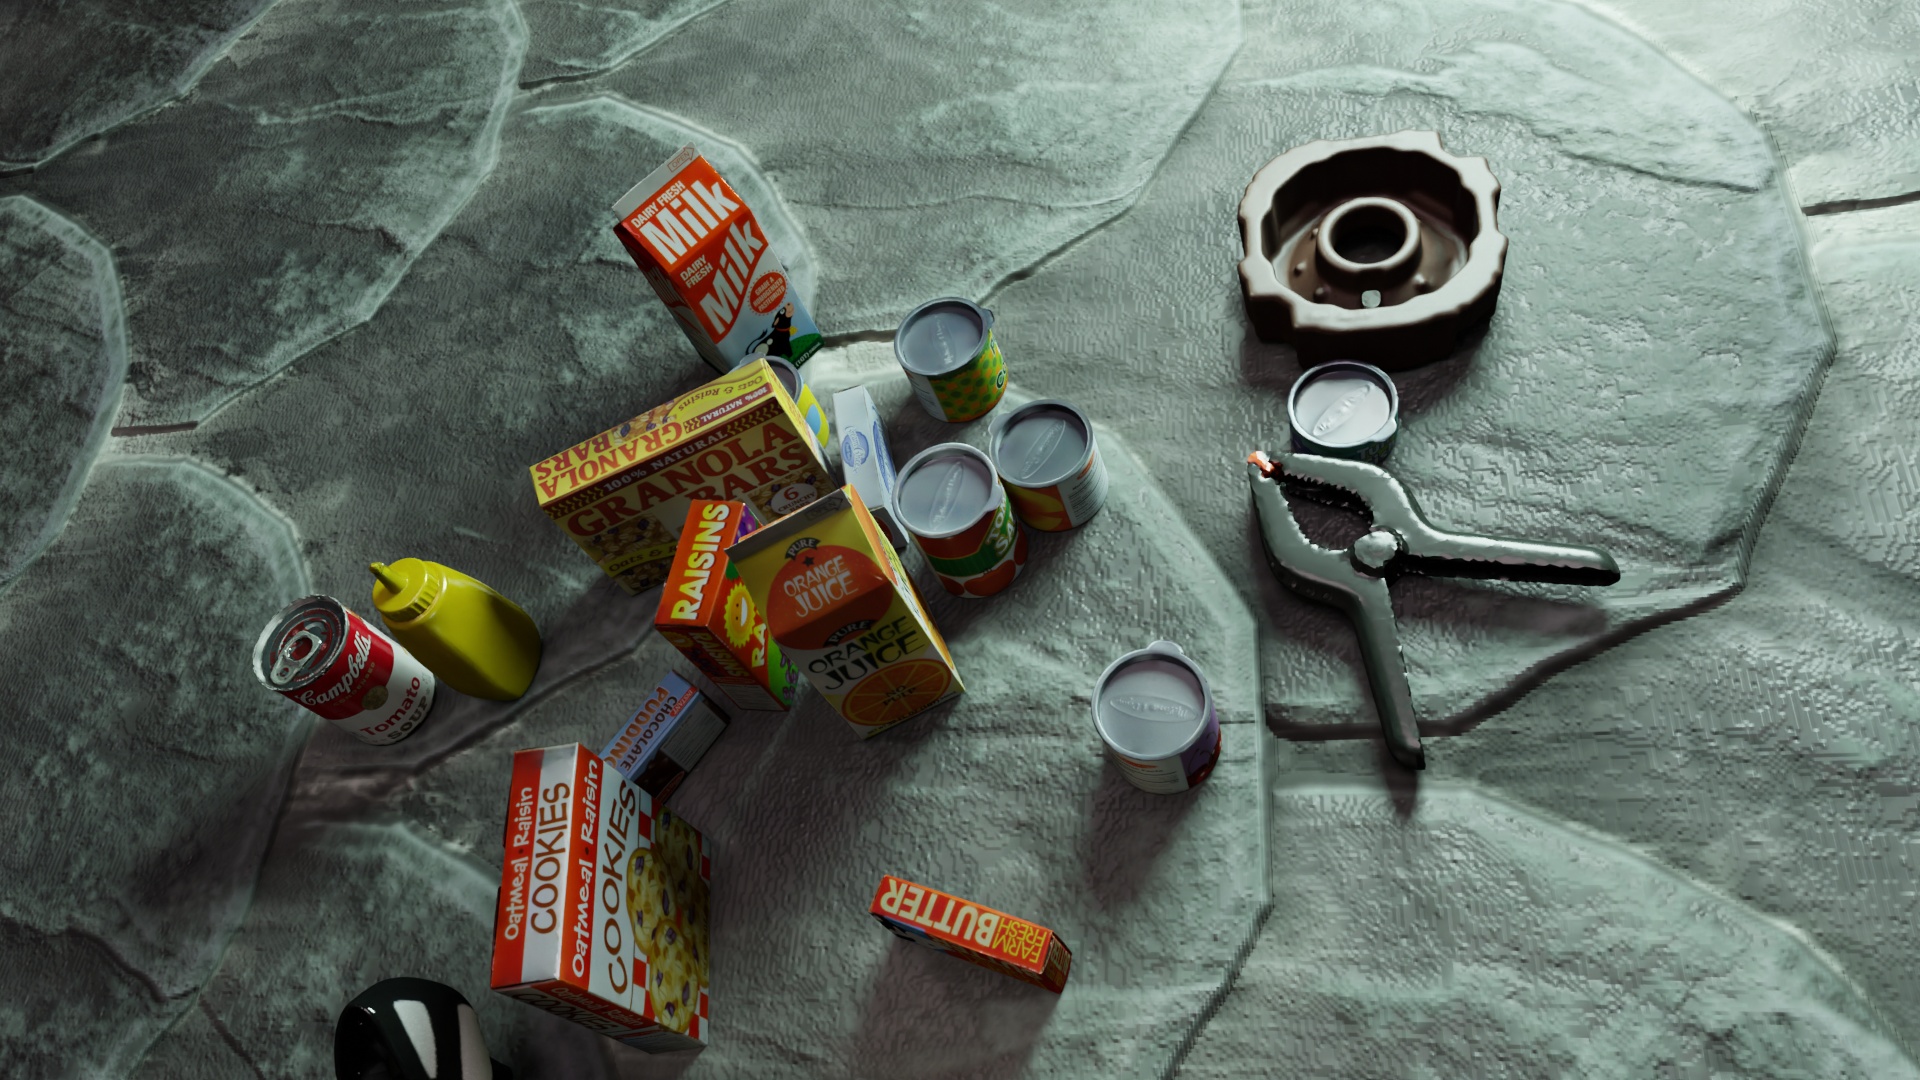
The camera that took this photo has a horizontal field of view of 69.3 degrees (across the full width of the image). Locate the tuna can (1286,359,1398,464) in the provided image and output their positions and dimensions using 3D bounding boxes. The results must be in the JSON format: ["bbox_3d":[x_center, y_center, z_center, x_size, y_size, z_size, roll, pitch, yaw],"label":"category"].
[{"bbox_3d":[0.238,-0.075,0.858,0.071,0.032,0.071,-8,58,13],"label":"tuna can"}]

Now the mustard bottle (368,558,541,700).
[{"bbox_3d":[-0.330,0.049,0.890,0.049,0.159,0.065,0,61,18],"label":"mustard bottle"}]

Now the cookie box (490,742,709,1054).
[{"bbox_3d":[-0.189,0.197,0.752,0.040,0.166,0.123,-12,58,11],"label":"cookie box"}]

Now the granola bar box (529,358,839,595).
[{"bbox_3d":[-0.176,-0.038,0.914,0.165,0.123,0.039,-25,56,2],"label":"granola bar box"}]

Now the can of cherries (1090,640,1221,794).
[{"bbox_3d":[0.112,0.100,0.779,0.071,0.058,0.072,-8,58,13],"label":"can of cherries"}]

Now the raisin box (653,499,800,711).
[{"bbox_3d":[-0.135,0.042,0.854,0.040,0.123,0.086,2,61,19],"label":"raisin box"}]

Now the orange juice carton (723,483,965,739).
[{"bbox_3d":[-0.066,0.036,0.794,0.072,0.192,0.073,-26,56,2],"label":"orange juice carton"}]

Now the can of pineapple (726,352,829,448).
[{"bbox_3d":[-0.131,-0.087,0.969,0.071,0.057,0.071,-8,58,13],"label":"can of pineapple"}]

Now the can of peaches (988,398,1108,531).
[{"bbox_3d":[0.056,-0.048,0.886,0.071,0.058,0.071,-8,58,13],"label":"can of peaches"}]

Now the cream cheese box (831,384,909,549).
[{"bbox_3d":[-0.060,-0.048,0.926,0.024,0.053,0.104,-17,57,8],"label":"cream cheese box"}]

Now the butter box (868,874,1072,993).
[{"bbox_3d":[0.006,0.212,0.749,0.103,0.053,0.024,12,65,24],"label":"butter box"}]

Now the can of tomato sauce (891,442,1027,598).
[{"bbox_3d":[0.003,-0.011,0.865,0.071,0.082,0.071,-8,58,13],"label":"can of tomato sauce"}]

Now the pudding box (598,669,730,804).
[{"bbox_3d":[-0.187,0.128,0.864,0.030,0.049,0.084,29,73,30],"label":"pudding box"}]

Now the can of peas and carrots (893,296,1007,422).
[{"bbox_3d":[-0.003,-0.124,0.950,0.071,0.058,0.071,-8,58,13],"label":"can of peas and carrots"}]

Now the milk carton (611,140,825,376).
[{"bbox_3d":[-0.172,-0.187,0.962,0.072,0.189,0.073,-44,57,-10],"label":"milk carton"}]
